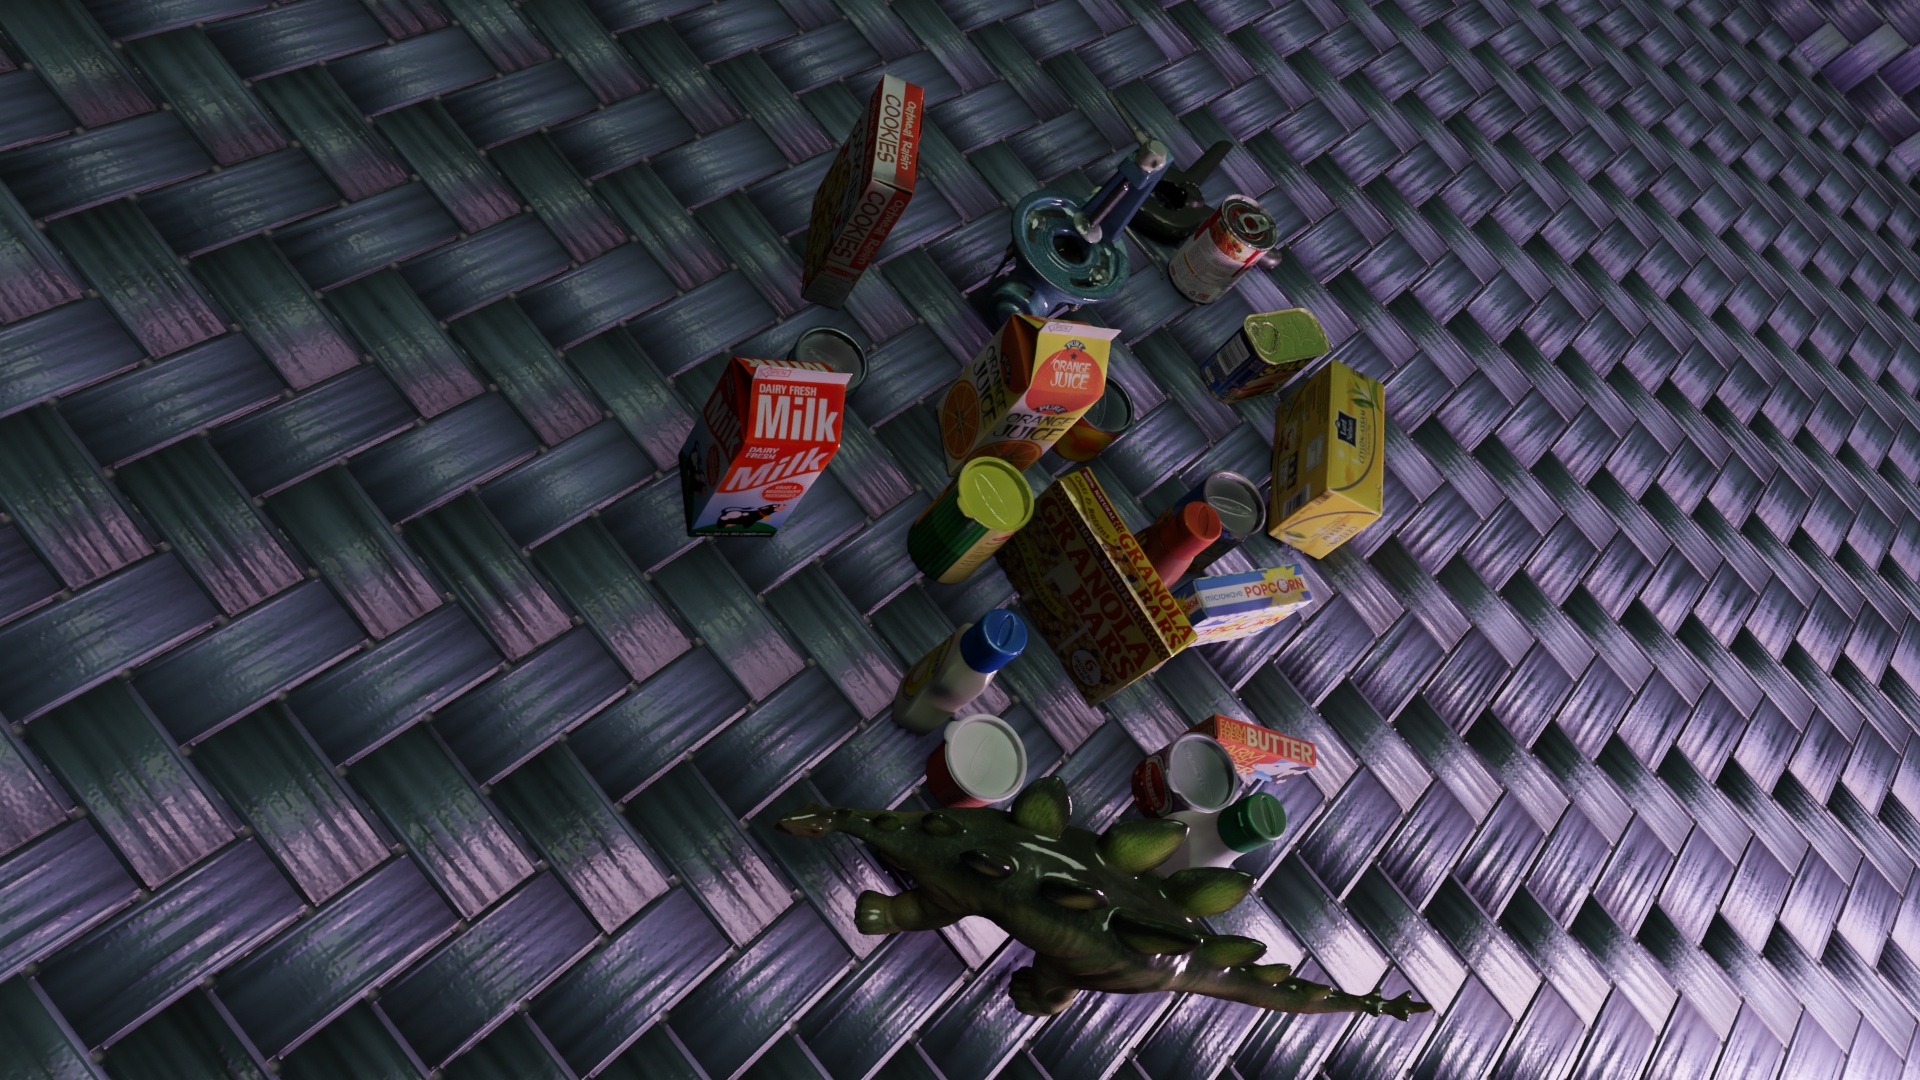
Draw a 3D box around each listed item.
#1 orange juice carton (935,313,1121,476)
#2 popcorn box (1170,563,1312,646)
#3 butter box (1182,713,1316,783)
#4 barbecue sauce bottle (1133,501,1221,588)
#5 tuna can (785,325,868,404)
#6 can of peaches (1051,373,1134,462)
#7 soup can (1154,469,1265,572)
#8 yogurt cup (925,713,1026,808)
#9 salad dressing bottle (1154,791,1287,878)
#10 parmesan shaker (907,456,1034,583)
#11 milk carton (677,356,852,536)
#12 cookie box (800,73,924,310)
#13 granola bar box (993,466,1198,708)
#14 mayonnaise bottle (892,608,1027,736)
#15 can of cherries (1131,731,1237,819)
[{"bbox_3d":[0.055,-0.126,1.157,0.072,0.191,0.073,3,63,-28],"label":"orange juice carton"},{"bbox_3d":[0.233,0.059,1.220,0.127,0.085,0.038,-7,68,-32],"label":"popcorn box"},{"bbox_3d":[0.245,0.178,1.181,0.103,0.053,0.024,18,57,-19],"label":"butter box"},{"bbox_3d":[0.162,0.016,1.165,0.043,0.148,0.065,22,56,-17],"label":"barbecue sauce bottle"},{"bbox_3d":[-0.115,-0.144,1.173,0.071,0.032,0.071,13,58,-22],"label":"tuna can"},{"bbox_3d":[0.114,-0.113,1.267,0.071,0.057,0.071,13,58,-22],"label":"can of peaches"},{"bbox_3d":[0.224,-0.014,1.257,0.071,0.083,0.071,13,58,-23],"label":"soup can"},{"bbox_3d":[0.009,0.172,1.053,0.072,0.053,0.073,13,58,-22],"label":"yogurt cup"},{"bbox_3d":[0.190,0.231,1.061,0.044,0.147,0.064,5,62,-27],"label":"salad dressing bottle"},{"bbox_3d":[0.004,-0.014,1.122,0.071,0.102,0.071,13,59,-23],"label":"parmesan shaker"},{"bbox_3d":[-0.145,-0.075,1.018,0.072,0.189,0.073,1,64,-29],"label":"milk carton"},{"bbox_3d":[-0.084,-0.295,1.189,0.040,0.166,0.123,16,57,-21],"label":"cookie box"},{"bbox_3d":[0.106,0.040,1.135,0.039,0.123,0.166,-24,77,-36],"label":"granola bar box"},{"bbox_3d":[-0.001,0.094,1.031,0.041,0.147,0.065,30,54,-11],"label":"mayonnaise bottle"},{"bbox_3d":[0.180,0.197,1.131,0.071,0.058,0.072,13,58,-22],"label":"can of cherries"}]
